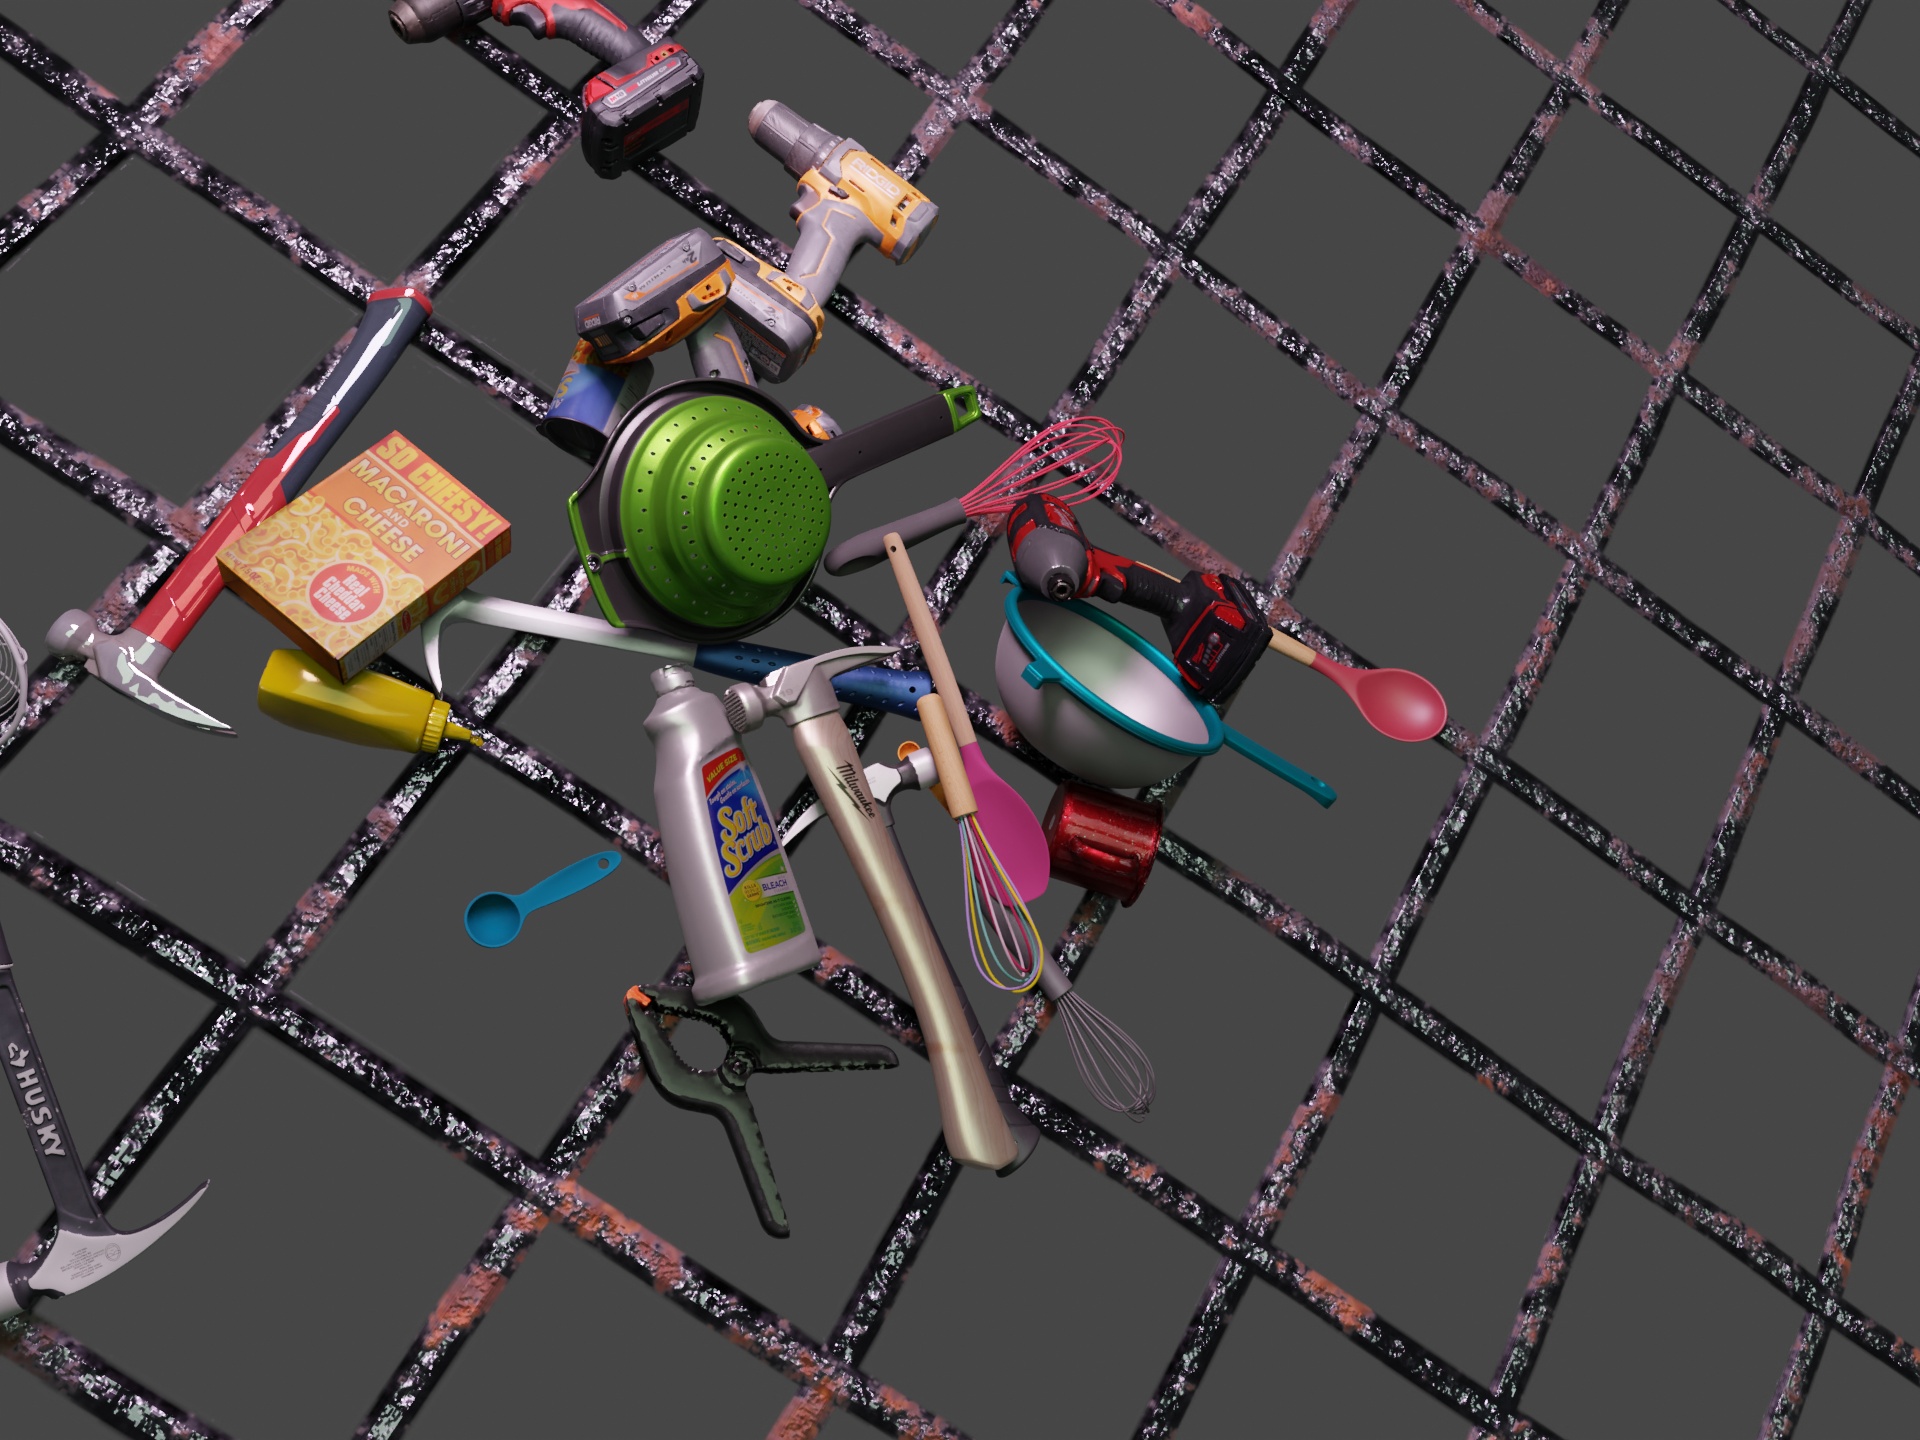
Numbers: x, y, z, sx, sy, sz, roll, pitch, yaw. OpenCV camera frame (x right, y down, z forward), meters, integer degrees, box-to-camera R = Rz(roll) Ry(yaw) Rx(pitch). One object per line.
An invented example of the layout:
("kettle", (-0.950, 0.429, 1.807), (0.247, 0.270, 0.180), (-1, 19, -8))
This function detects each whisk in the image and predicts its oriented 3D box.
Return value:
("whisk", (0.078, 0.219, 1.275), (0.055, 0.055, 0.239), (-33, 82, -21))
("whisk", (0.017, -0.187, 1.362), (0.296, 0.073, 0.073), (-25, 83, -16))
("whisk", (0.014, 0.094, 1.250), (0.051, 0.047, 0.245), (-11, 78, -34))

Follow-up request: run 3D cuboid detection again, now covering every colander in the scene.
("colander", (-0.107, -0.190, 1.242), (0.397, 0.094, 0.204), (-30, 114, -34))

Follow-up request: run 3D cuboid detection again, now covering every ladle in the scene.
("ladle", (0.292, -0.066, 1.425), (0.315, 0.031, 0.069), (27, 69, -6))

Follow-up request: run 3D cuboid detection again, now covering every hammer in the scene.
("hammer", (-0.040, 0.143, 1.219), (0.146, 0.038, 0.411), (-21, 86, -30))
("hammer", (-0.223, -0.051, 1.266), (0.405, 0.035, 0.144), (11, 72, -13))
("hammer", (-0.026, 0.198, 1.253), (0.146, 0.035, 0.335), (-22, 84, -16))
("hammer", (-0.510, -0.173, 1.215), (0.143, 0.038, 0.386), (31, 69, -7))
("hammer", (-0.630, 0.177, 1.048), (0.149, 0.036, 0.409), (-19, 93, -23))

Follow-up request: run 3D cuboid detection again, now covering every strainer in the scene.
("strainer", (0.157, 0.017, 1.317), (0.340, 0.211, 0.095), (29, 113, -19))

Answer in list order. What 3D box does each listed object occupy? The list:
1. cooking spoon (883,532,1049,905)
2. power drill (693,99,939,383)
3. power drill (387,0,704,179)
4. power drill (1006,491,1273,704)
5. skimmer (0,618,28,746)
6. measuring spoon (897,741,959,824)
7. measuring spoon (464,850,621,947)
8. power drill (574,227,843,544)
("cooking spoon", (-0.002, -0.004, 1.284), (0.069, 0.017, 0.319), (-23, 83, 20))
("power drill", (-0.148, -0.421, 1.368), (0.185, 0.084, 0.226), (37, 64, -3))
("power drill", (-0.350, -0.574, 1.353), (0.188, 0.080, 0.227), (-41, 86, -22))
("power drill", (0.142, -0.104, 1.318), (0.219, 0.143, 0.078), (24, 114, -18))
("skimmer", (-0.774, 0.064, 1.045), (0.127, 0.090, 0.363), (41, 69, -10))
("measuring spoon", (-0.010, 0.063, 1.312), (0.021, 0.011, 0.117), (-43, 94, -16))
("measuring spoon", (-0.315, 0.133, 1.203), (0.128, 0.021, 0.042), (-27, 83, -30))
("power drill", (-0.203, -0.252, 1.264), (0.164, 0.084, 0.226), (-47, 119, -27))
